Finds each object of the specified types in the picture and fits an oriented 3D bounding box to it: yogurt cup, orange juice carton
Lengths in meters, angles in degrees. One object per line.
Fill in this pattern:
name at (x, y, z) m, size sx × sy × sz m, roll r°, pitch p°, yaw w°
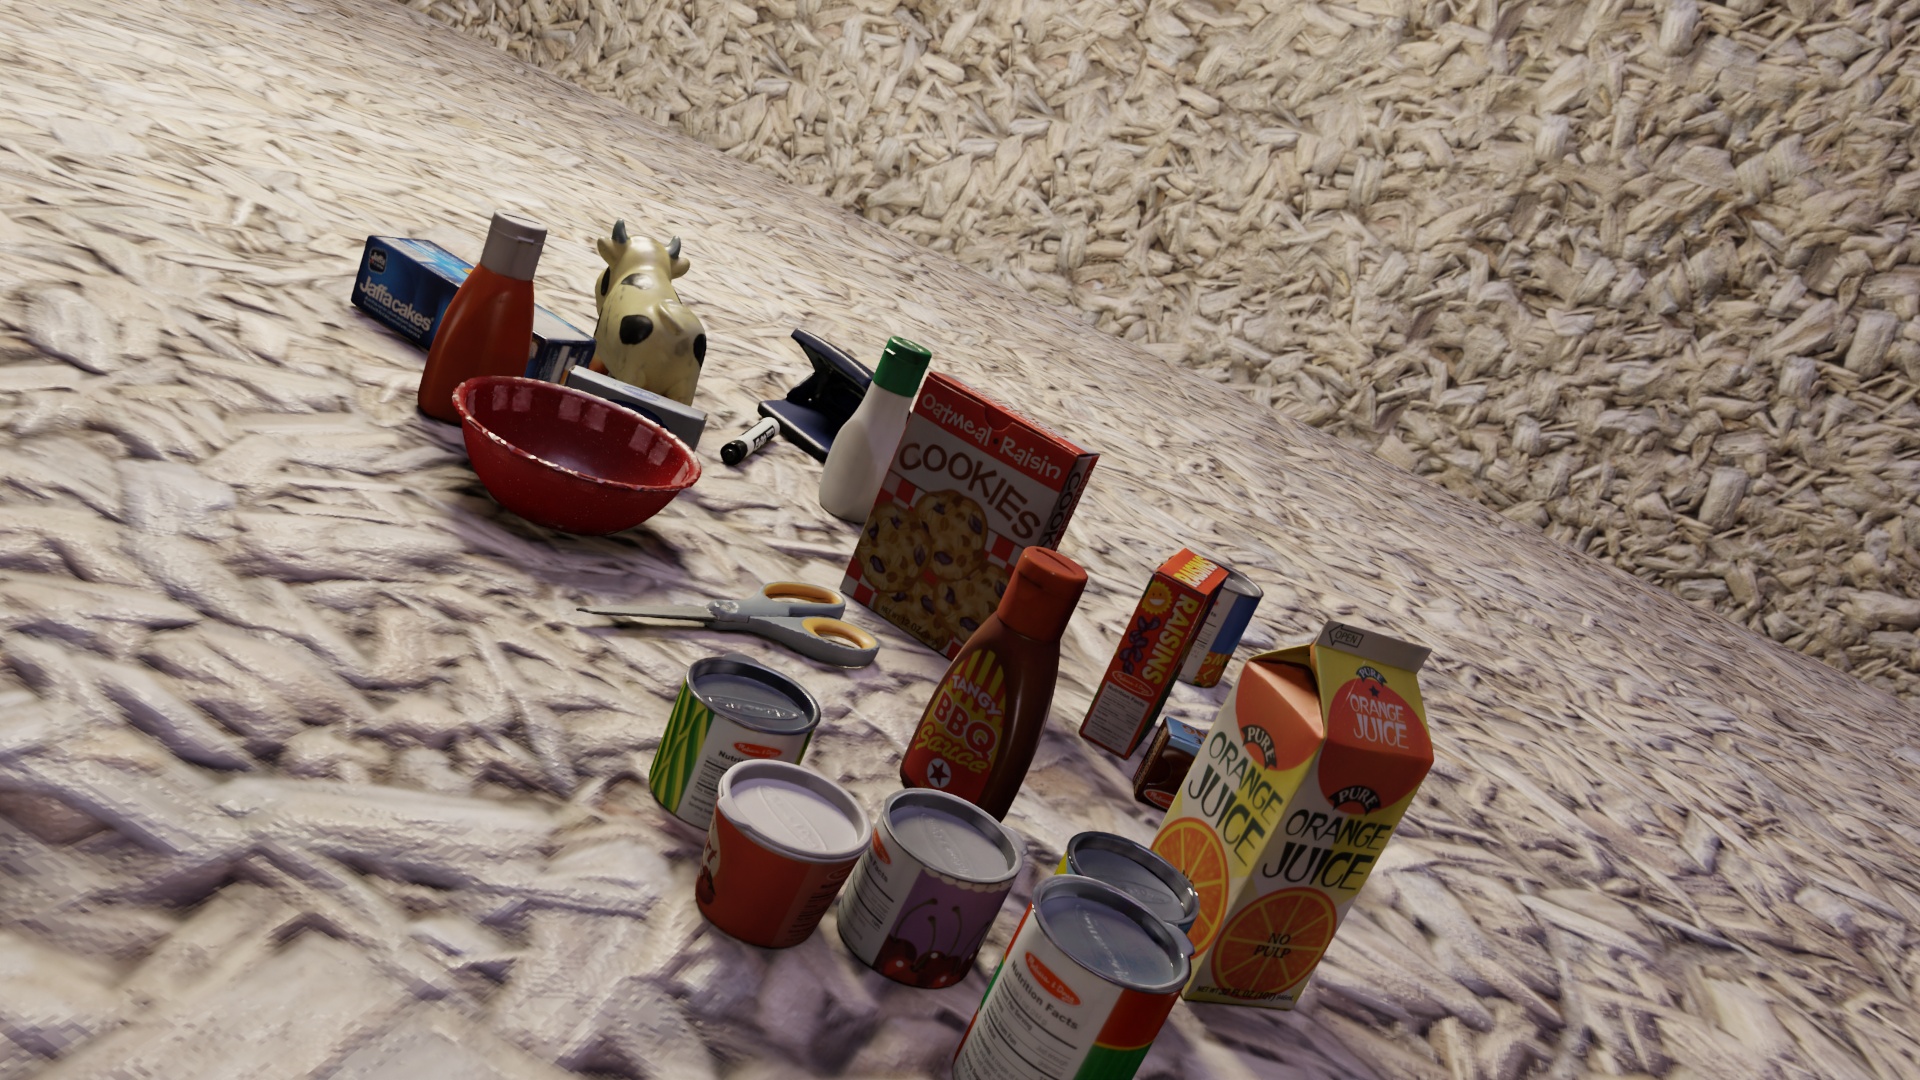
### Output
yogurt cup at (-0.078, 0.133, 0.586) m, size 0.072 × 0.053 × 0.072 m, roll 21°, pitch 17°, yaw -7°
orange juice carton at (0.160, 0.127, 0.677) m, size 0.072 × 0.192 × 0.073 m, roll 15°, pitch 19°, yaw -27°

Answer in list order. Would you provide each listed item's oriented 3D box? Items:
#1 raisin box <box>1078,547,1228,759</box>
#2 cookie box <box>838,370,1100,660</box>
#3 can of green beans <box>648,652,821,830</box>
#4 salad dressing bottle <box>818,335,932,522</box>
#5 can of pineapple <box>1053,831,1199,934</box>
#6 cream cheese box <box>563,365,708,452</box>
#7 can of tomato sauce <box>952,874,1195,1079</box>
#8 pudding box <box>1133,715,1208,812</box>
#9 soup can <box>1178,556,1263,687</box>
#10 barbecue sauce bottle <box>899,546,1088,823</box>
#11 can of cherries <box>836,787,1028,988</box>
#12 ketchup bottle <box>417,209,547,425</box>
raisin box at (0.128, 0.072, 0.916) m, size 0.040 × 0.123 × 0.086 m, roll 28°, pitch 17°, yaw 15°
cookie box at (0.003, -0.012, 0.931) m, size 0.123 × 0.167 × 0.040 m, roll 31°, pitch 18°, yaw 22°
can of green beans at (-0.106, 0.096, 0.653) m, size 0.071 × 0.057 × 0.071 m, roll 21°, pitch 17°, yaw -7°
salad dressing bottle at (-0.066, -0.088, 1.102) m, size 0.044 × 0.147 × 0.064 m, roll 5°, pitch 25°, yaw -47°
can of pineapple at (0.068, 0.177, 0.636) m, size 0.071 × 0.057 × 0.071 m, roll 21°, pitch 17°, yaw -7°
cream cheese box at (-0.244, -0.086, 1.023) m, size 0.104 × 0.053 × 0.024 m, roll 20°, pitch 17°, yaw -11°
can of tomato sauce at (0.044, 0.184, 0.541) m, size 0.071 × 0.082 × 0.071 m, roll 22°, pitch 17°, yaw -7°
pudding box at (0.153, 0.147, 0.851) m, size 0.084 × 0.049 × 0.030 m, roll 22°, pitch 17°, yaw -5°
soup can at (0.191, 0.063, 1.092) m, size 0.071 × 0.083 × 0.071 m, roll 22°, pitch 17°, yaw -7°
barbecue sauce bottle at (0.021, 0.076, 0.725) m, size 0.065 × 0.148 × 0.044 m, roll 35°, pitch 20°, yaw 33°
can of cherries at (-0.012, 0.152, 0.608) m, size 0.071 × 0.058 × 0.072 m, roll 21°, pitch 17°, yaw -7°
ketchup bottle at (-0.323, -0.152, 0.956) m, size 0.065 × 0.148 × 0.043 m, roll 9°, pitch 22°, yaw -40°
